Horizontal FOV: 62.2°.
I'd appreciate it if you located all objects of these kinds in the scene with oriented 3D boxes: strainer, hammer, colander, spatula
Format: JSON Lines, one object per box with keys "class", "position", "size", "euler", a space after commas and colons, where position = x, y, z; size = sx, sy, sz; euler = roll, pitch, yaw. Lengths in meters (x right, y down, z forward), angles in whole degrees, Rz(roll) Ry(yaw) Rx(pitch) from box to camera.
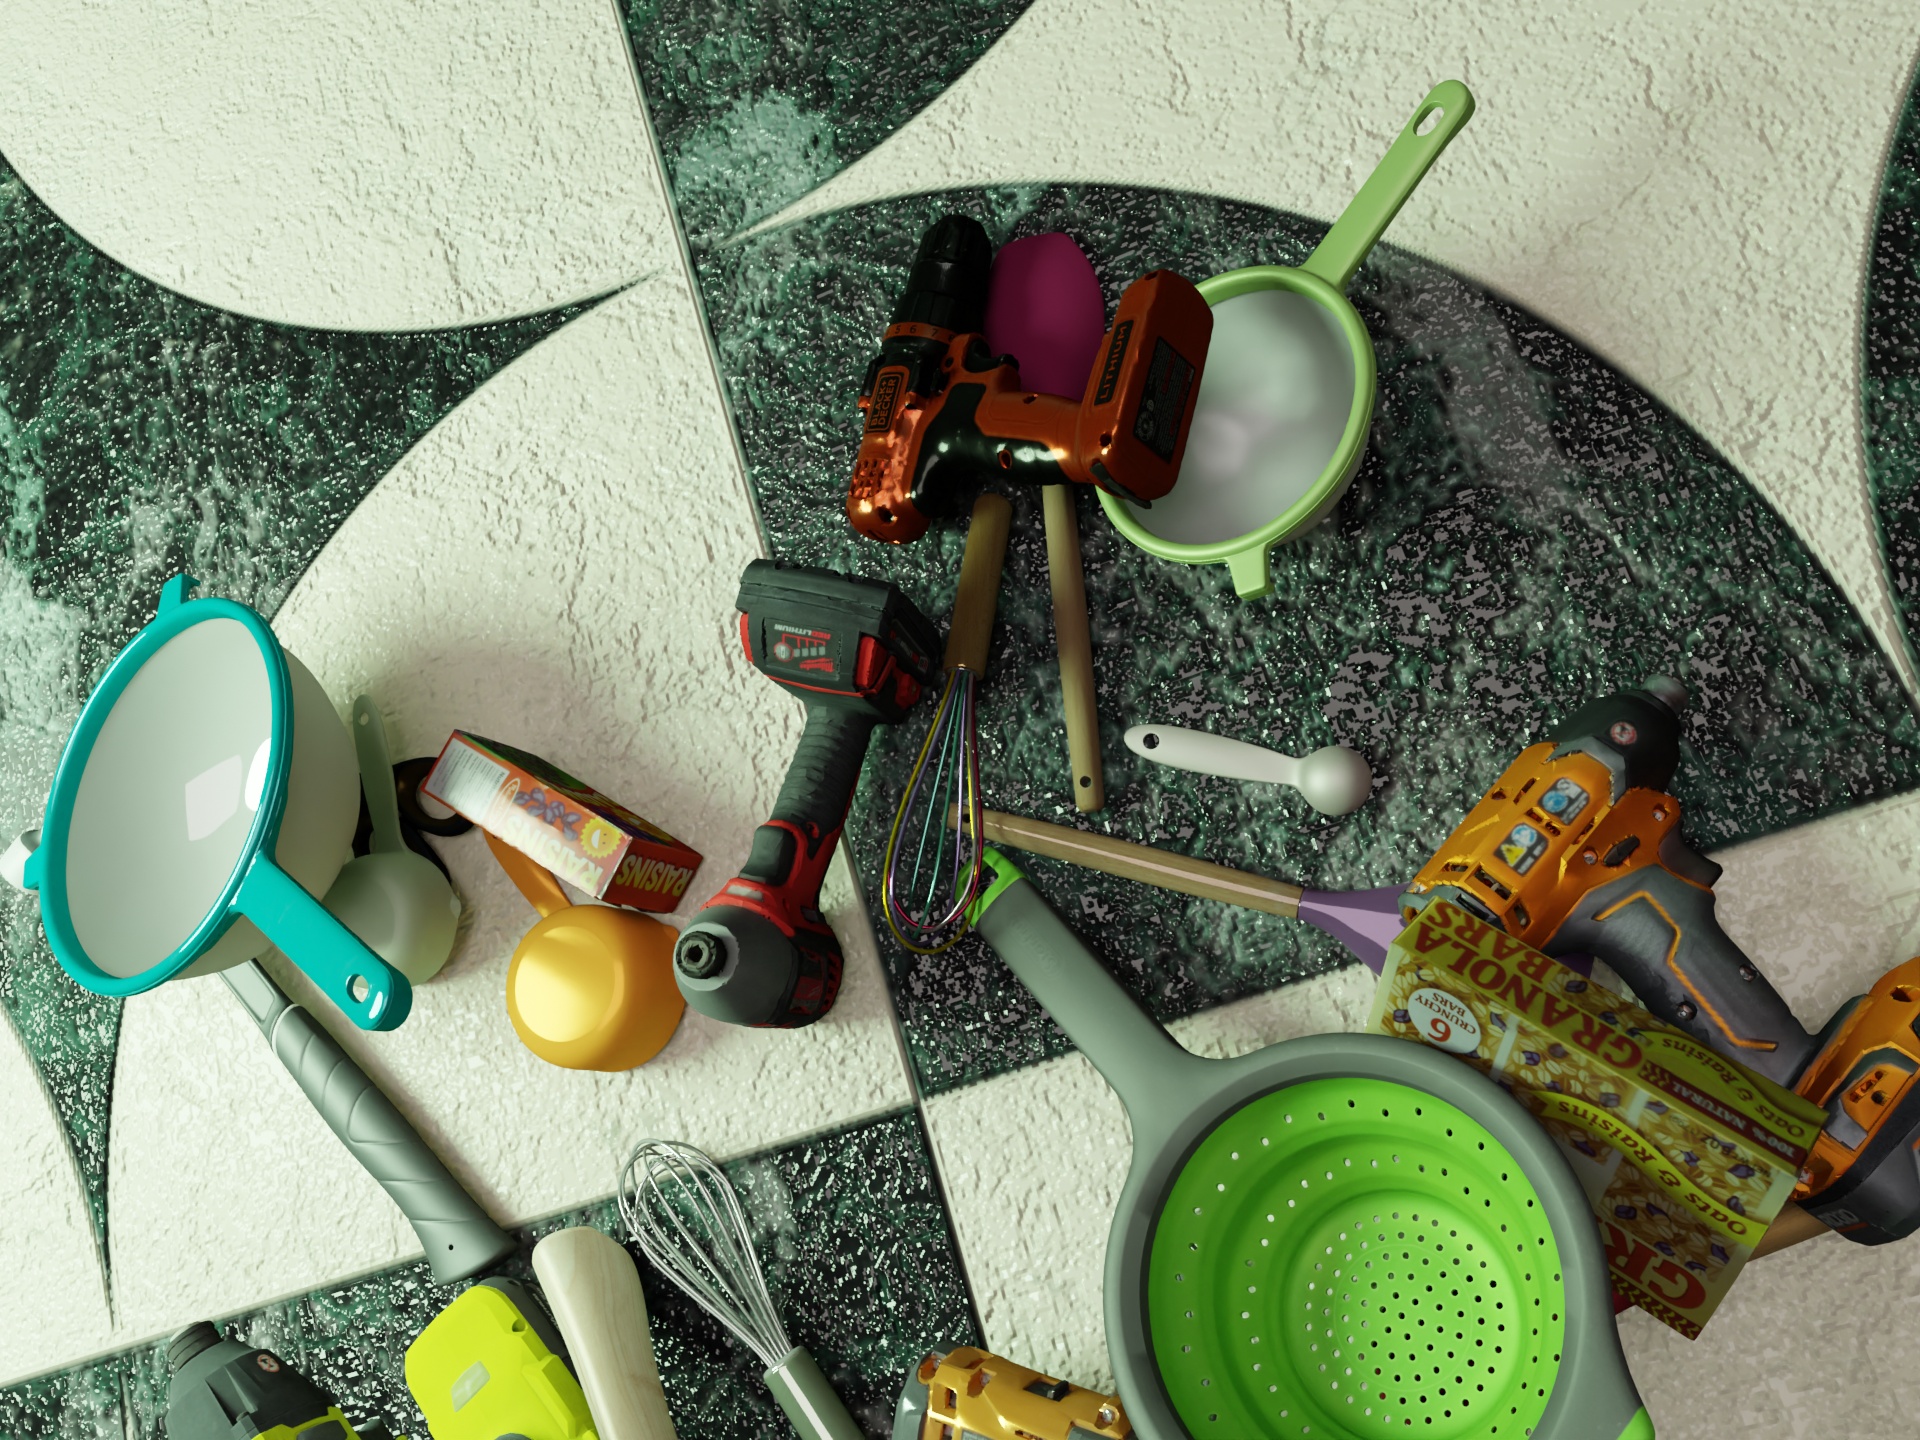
{"class": "strainer", "position": [0.173, -0.182, 0.769], "size": [0.256, 0.069, 0.152], "euler": [-55, 49, 9]}
{"class": "hammer", "position": [-0.388, 0.159, 0.902], "size": [0.409, 0.036, 0.149], "euler": [42, 92, 19]}
{"class": "colander", "position": [0.126, 0.196, 0.710], "size": [0.204, 0.094, 0.398], "euler": [-47, 49, 3]}
{"class": "spatula", "position": [0.138, 0.084, 0.768], "size": [0.316, 0.018, 0.060], "euler": [14, 84, 17]}
{"class": "hammer", "position": [-0.113, 0.384, 0.675], "size": [0.411, 0.146, 0.038], "euler": [48, 117, 42]}
{"class": "strainer", "position": [-0.345, 0.071, 0.814], "size": [0.341, 0.095, 0.211], "euler": [28, 91, 36]}

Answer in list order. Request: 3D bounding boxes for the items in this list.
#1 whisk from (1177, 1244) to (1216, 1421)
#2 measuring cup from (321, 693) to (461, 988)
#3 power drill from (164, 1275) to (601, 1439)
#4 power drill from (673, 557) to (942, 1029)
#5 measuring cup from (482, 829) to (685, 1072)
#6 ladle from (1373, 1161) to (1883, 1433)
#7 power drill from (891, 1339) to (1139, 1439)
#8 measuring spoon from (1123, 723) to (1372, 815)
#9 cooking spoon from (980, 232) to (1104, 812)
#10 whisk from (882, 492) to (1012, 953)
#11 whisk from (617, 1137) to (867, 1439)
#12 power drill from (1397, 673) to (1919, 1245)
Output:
{"class": "whisk", "position": [0.097, 0.356, 0.715], "size": [0.055, 0.055, 0.239], "euler": [-4, 82, 16]}
{"class": "measuring cup", "position": [-0.328, 0.067, 0.879], "size": [0.083, 0.038, 0.167], "euler": [-13, 84, 20]}
{"class": "power drill", "position": [-0.250, 0.333, 0.727], "size": [0.080, 0.223, 0.171], "euler": [-45, 71, 4]}
{"class": "power drill", "position": [-0.082, 0.041, 0.777], "size": [0.078, 0.143, 0.220], "euler": [11, 81, 16]}
{"class": "measuring cup", "position": [-0.221, 0.111, 0.850], "size": [0.095, 0.052, 0.174], "euler": [-43, 70, 5]}
{"class": "ladle", "position": [0.323, 0.230, 0.683], "size": [0.315, 0.031, 0.069], "euler": [-26, 73, 9]}
{"class": "power drill", "position": [0.050, 0.401, 0.677], "size": [0.185, 0.084, 0.226], "euler": [7, 89, 29]}
{"class": "measuring spoon", "position": [0.139, 0.019, 0.780], "size": [0.124, 0.018, 0.034], "euler": [12, 83, 19]}
{"class": "cooking spoon", "position": [0.052, -0.110, 0.830], "size": [0.069, 0.017, 0.319], "euler": [-9, 77, 16]}
{"class": "whisk", "position": [0.000, -0.002, 0.804], "size": [0.047, 0.051, 0.245], "euler": [10, 71, 0]}
{"class": "whisk", "position": [-0.092, 0.310, 0.783], "size": [0.246, 0.058, 0.059], "euler": [52, 131, 15]}
{"class": "power drill", "position": [0.327, 0.089, 0.676], "size": [0.227, 0.084, 0.164], "euler": [39, 80, 23]}
